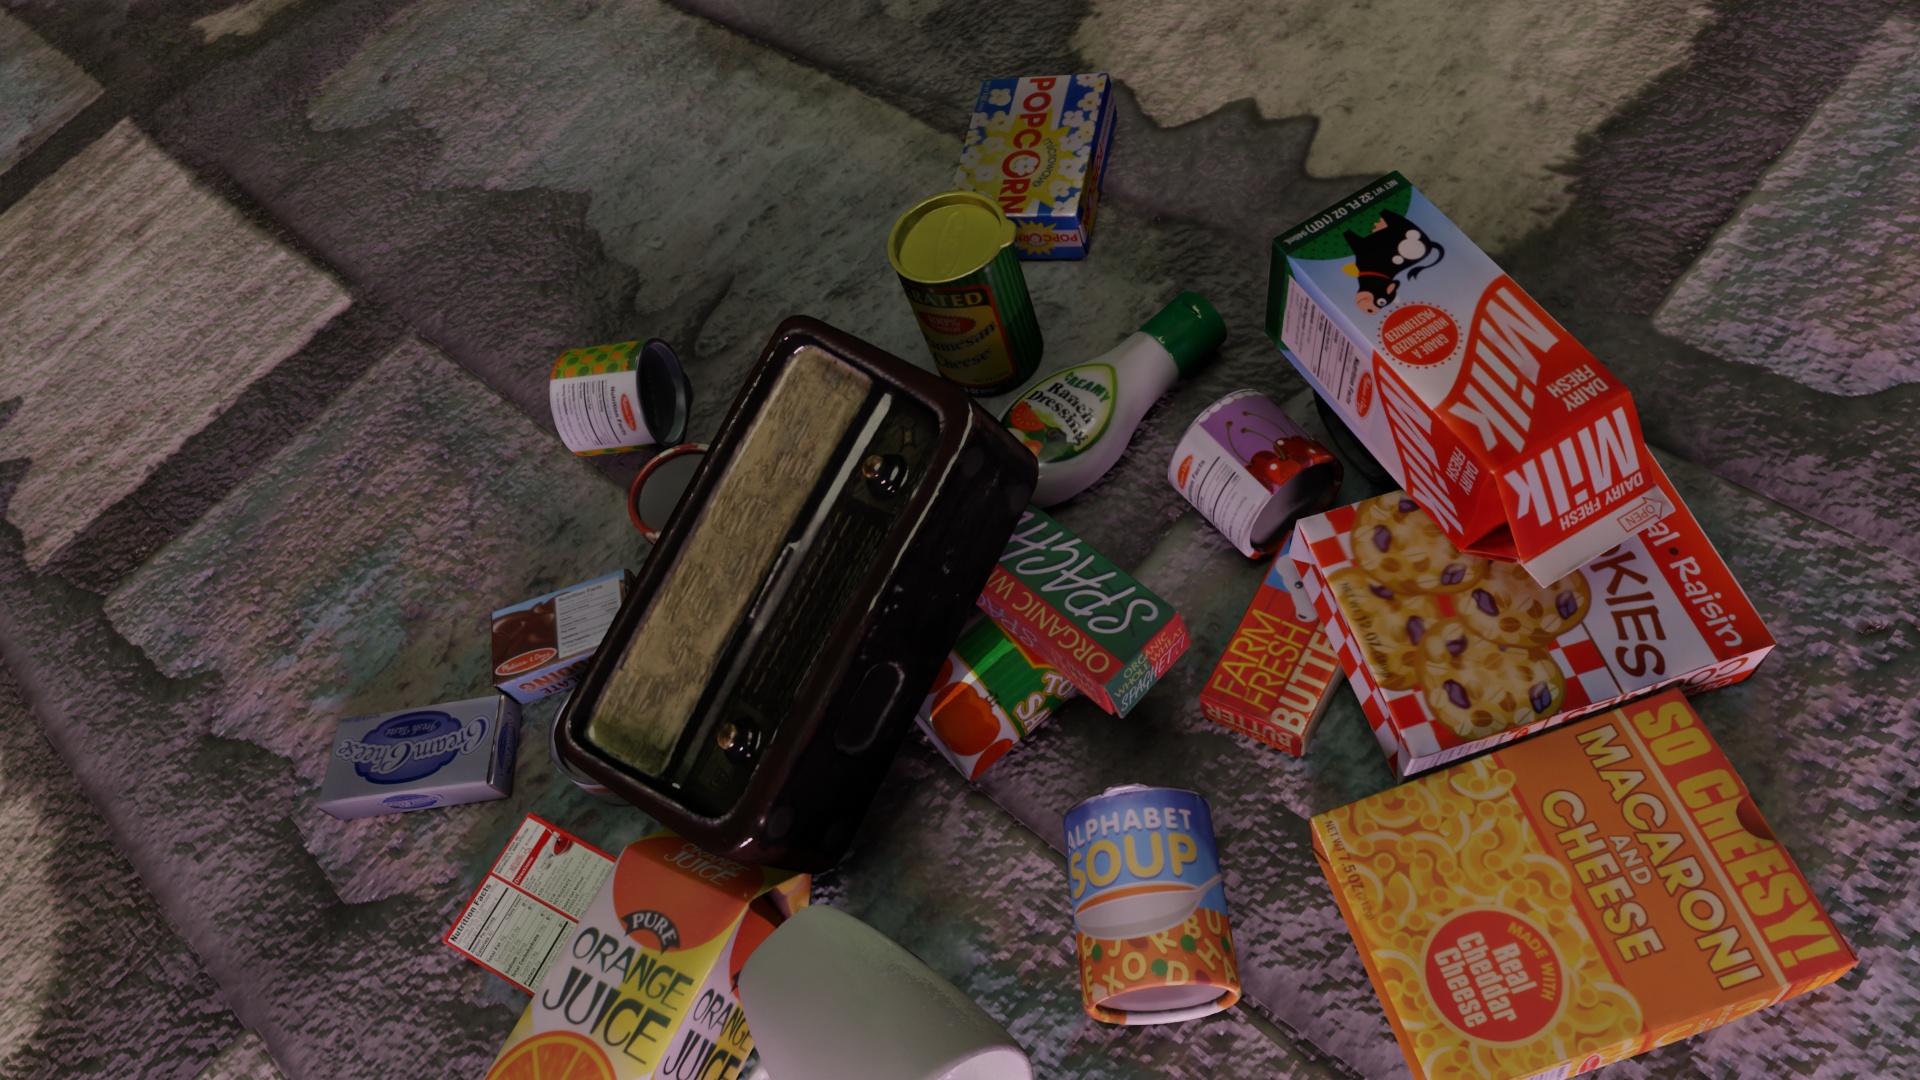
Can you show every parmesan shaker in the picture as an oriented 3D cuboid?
[{"bbox_3d":[0.008,-0.136,0.779,0.071,0.102,0.071,-8,57,12],"label":"parmesan shaker"}]

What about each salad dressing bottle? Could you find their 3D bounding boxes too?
[{"bbox_3d":[0.080,-0.079,0.757,0.148,0.043,0.064,-40,57,-11],"label":"salad dressing bottle"}]

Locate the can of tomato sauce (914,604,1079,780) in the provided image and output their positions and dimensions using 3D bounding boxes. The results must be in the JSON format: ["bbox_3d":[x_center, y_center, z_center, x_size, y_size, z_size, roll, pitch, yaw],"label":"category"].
[{"bbox_3d":[0.017,0.066,0.670,0.083,0.071,0.071,-39,56,-9],"label":"can of tomato sauce"}]

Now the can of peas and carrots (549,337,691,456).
[{"bbox_3d":[-0.203,-0.086,0.833,0.059,0.070,0.071,-5,57,14],"label":"can of peas and carrots"}]

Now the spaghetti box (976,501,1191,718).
[{"bbox_3d":[0.002,-0.008,0.664,0.050,0.028,0.251,-43,54,-12],"label":"spaghetti box"}]

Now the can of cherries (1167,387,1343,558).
[{"bbox_3d":[0.150,-0.034,0.696,0.071,0.071,0.058,-37,56,-8],"label":"can of cherries"}]

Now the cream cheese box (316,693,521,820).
[{"bbox_3d":[-0.292,0.117,0.751,0.104,0.024,0.053,-9,57,11],"label":"cream cheese box"}]

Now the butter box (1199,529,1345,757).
[{"bbox_3d":[0.161,0.048,0.664,0.053,0.024,0.104,22,67,26],"label":"butter box"}]

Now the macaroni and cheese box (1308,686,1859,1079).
[{"bbox_3d":[0.245,0.146,0.567,0.166,0.040,0.124,-21,56,3],"label":"macaroni and cheese box"}]

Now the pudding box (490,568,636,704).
[{"bbox_3d":[-0.215,0.052,0.767,0.084,0.030,0.050,-19,56,4],"label":"pudding box"}]

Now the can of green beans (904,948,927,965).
[{"bbox_3d":[-0.031,0.213,0.593,0.071,0.057,0.071,-7,56,11],"label":"can of green beans"}]

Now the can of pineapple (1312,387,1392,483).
[{"bbox_3d":[0.219,-0.072,0.697,0.058,0.070,0.071,-30,55,-4],"label":"can of pineapple"}]

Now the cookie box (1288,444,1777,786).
[{"bbox_3d":[0.252,0.026,0.626,0.168,0.040,0.123,-16,60,-4],"label":"cookie box"}]

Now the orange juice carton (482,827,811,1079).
[{"bbox_3d":[-0.136,0.208,0.618,0.072,0.072,0.193,17,64,26],"label":"orange juice carton"}]

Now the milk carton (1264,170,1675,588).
[{"bbox_3d":[0.221,-0.067,0.615,0.072,0.073,0.191,-29,62,-8],"label":"milk carton"}]

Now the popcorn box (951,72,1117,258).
[{"bbox_3d":[0.046,-0.236,0.872,0.085,0.038,0.127,3,59,18],"label":"popcorn box"}]

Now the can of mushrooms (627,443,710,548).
[{"bbox_3d":[-0.156,-0.020,0.795,0.071,0.033,0.071,-7,57,11],"label":"can of mushrooms"}]

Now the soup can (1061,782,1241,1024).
[{"bbox_3d":[0.079,0.154,0.590,0.071,0.071,0.084,-11,56,9],"label":"soup can"}]

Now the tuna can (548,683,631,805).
[{"bbox_3d":[-0.175,0.100,0.723,0.071,0.032,0.071,-7,57,12],"label":"tuna can"}]
